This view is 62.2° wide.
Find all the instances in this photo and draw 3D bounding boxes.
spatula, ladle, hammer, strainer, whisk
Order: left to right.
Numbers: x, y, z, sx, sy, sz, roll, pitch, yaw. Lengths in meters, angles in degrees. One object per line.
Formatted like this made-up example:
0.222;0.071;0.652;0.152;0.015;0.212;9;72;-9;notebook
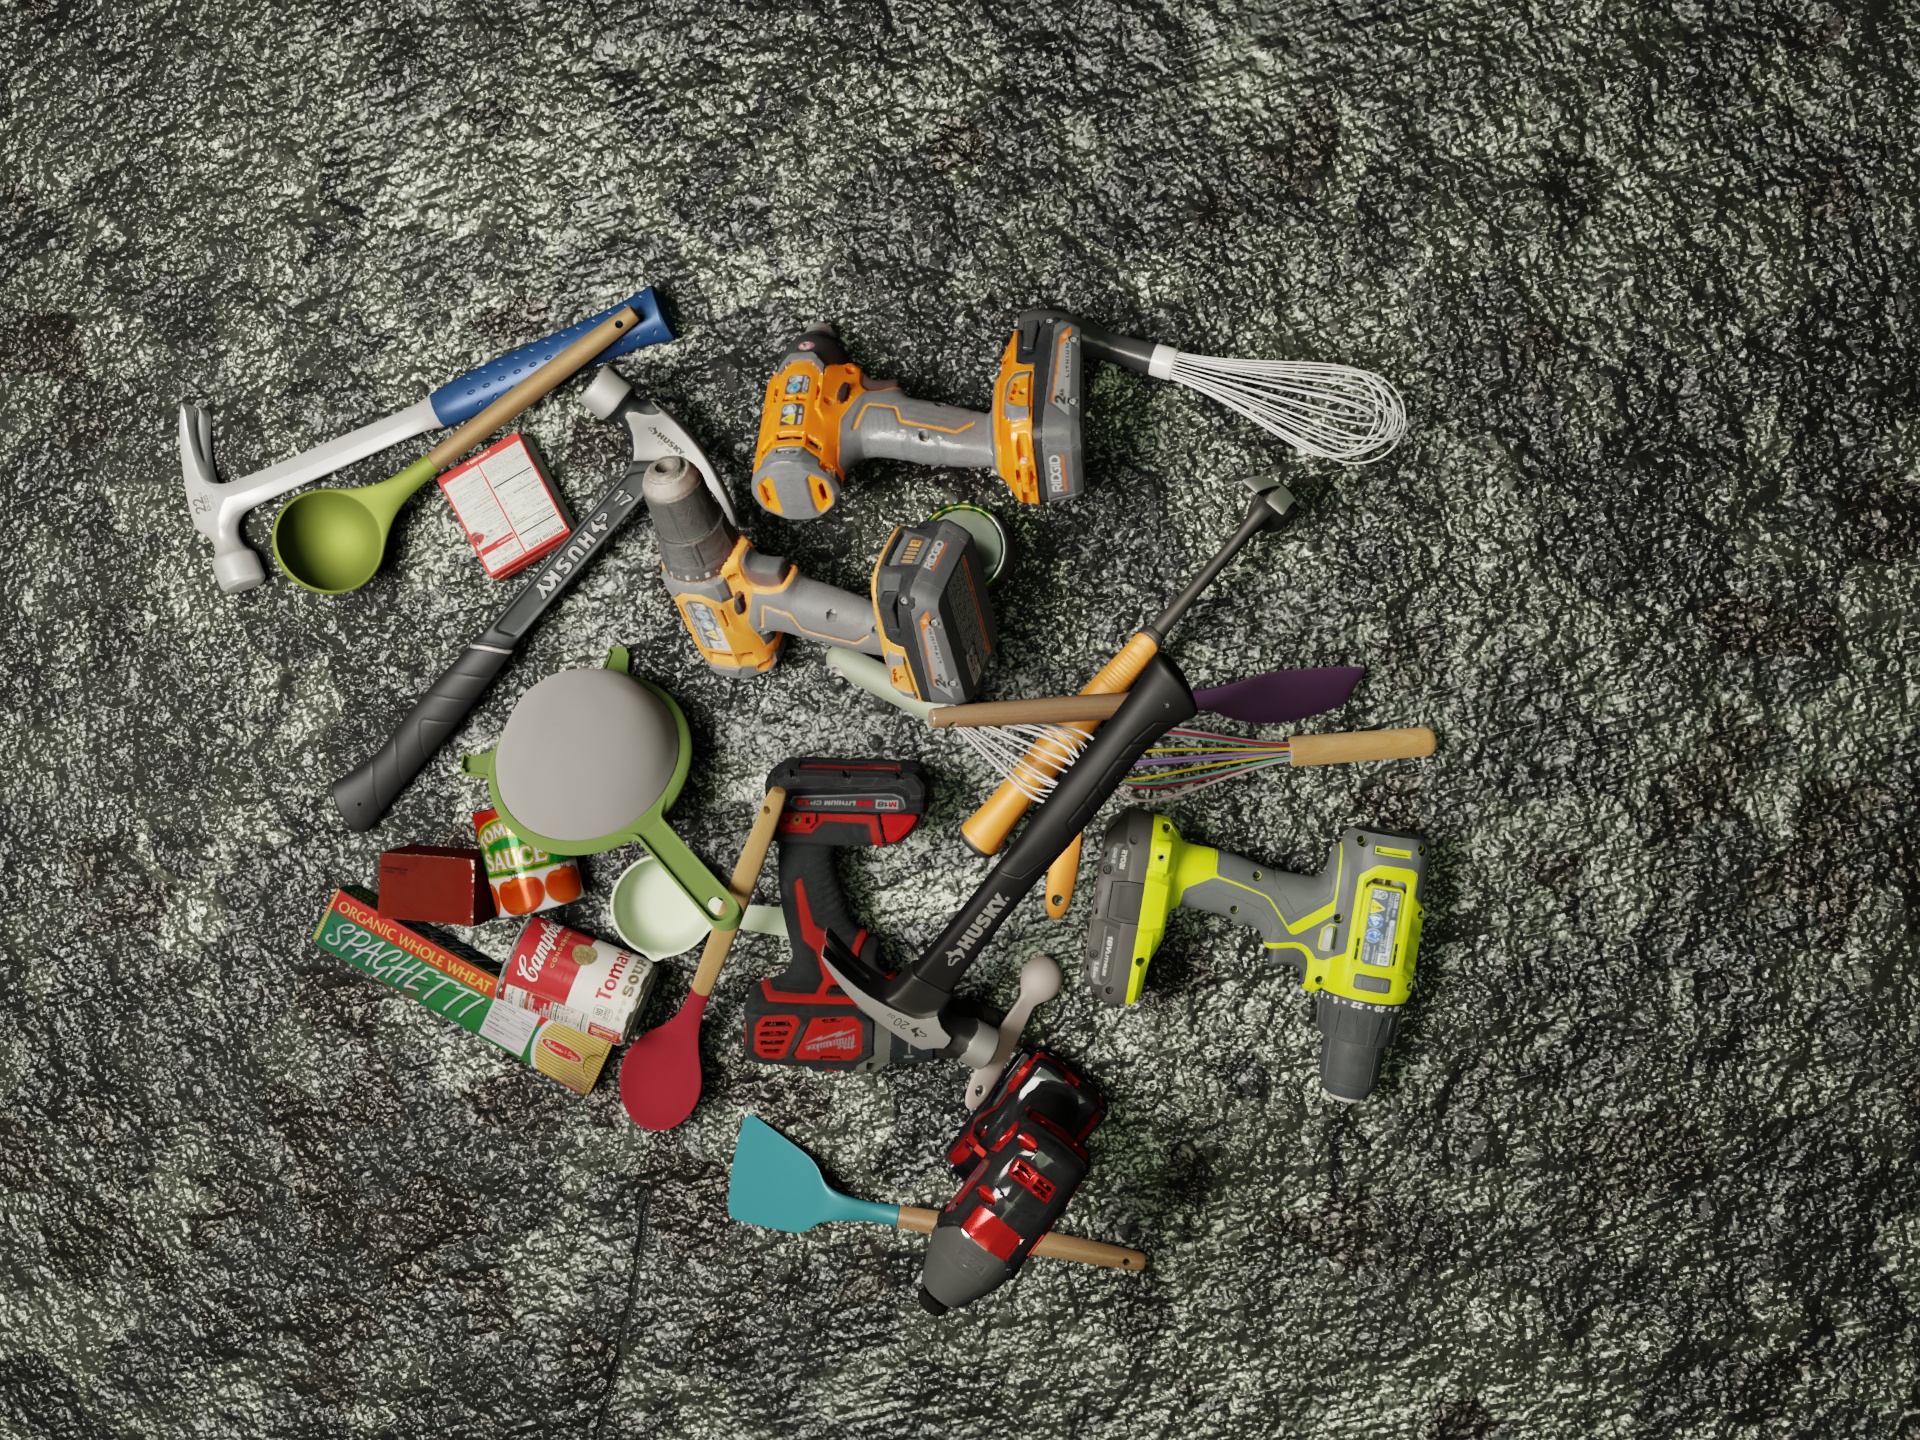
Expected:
-0.408;-0.236;1.204;0.405;0.035;0.144;-21;90;8;hammer
-0.364;-0.201;1.158;0.320;0.062;0.078;-34;112;7;ladle
-0.333;-0.066;1.188;0.149;0.036;0.409;39;104;-22;hammer
-0.239;0.048;1.114;0.151;0.069;0.257;-39;61;-16;strainer
-0.181;0.175;1.148;0.069;0.031;0.315;33;118;17;ladle
-0.019;0.369;1.187;0.317;0.044;0.082;11;94;3;spatula
-0.002;-0.004;1.115;0.246;0.057;0.059;27;72;31;whisk
0.041;0.088;1.047;0.146;0.035;0.334;30;115;-14;hammer
0.112;-0.033;1.109;0.034;0.127;0.337;42;103;8;hammer
0.129;-0.010;1.075;0.315;0.059;0.018;-4;52;-19;spatula
0.173;-0.242;1.114;0.284;0.070;0.070;18;95;11;whisk
0.212;0.024;1.132;0.245;0.051;0.047;-4;127;4;whisk

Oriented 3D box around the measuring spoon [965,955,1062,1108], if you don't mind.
0.040;0.226;1.146;0.034;0.018;0.124;41;71;-28;measuring spoon

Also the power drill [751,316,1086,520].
-0.027;-0.222;1.114;0.226;0.084;0.164;-2;56;7;power drill

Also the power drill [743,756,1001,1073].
-0.061;0.144;1.152;0.188;0.080;0.226;2;96;-3;power drill

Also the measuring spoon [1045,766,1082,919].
0.078;0.089;1.163;0.021;0.011;0.117;10;94;7;measuring spoon

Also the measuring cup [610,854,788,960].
-0.177;0.143;1.196;0.167;0.038;0.083;9;92;-9;measuring cup

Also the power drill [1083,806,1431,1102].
0.205;0.159;1.118;0.228;0.080;0.190;9;94;5;power drill

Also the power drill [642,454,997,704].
-0.102;-0.098;1.082;0.226;0.185;0.084;8;52;22;power drill

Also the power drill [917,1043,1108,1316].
0.033;0.310;1.076;0.078;0.219;0.143;36;97;5;power drill
